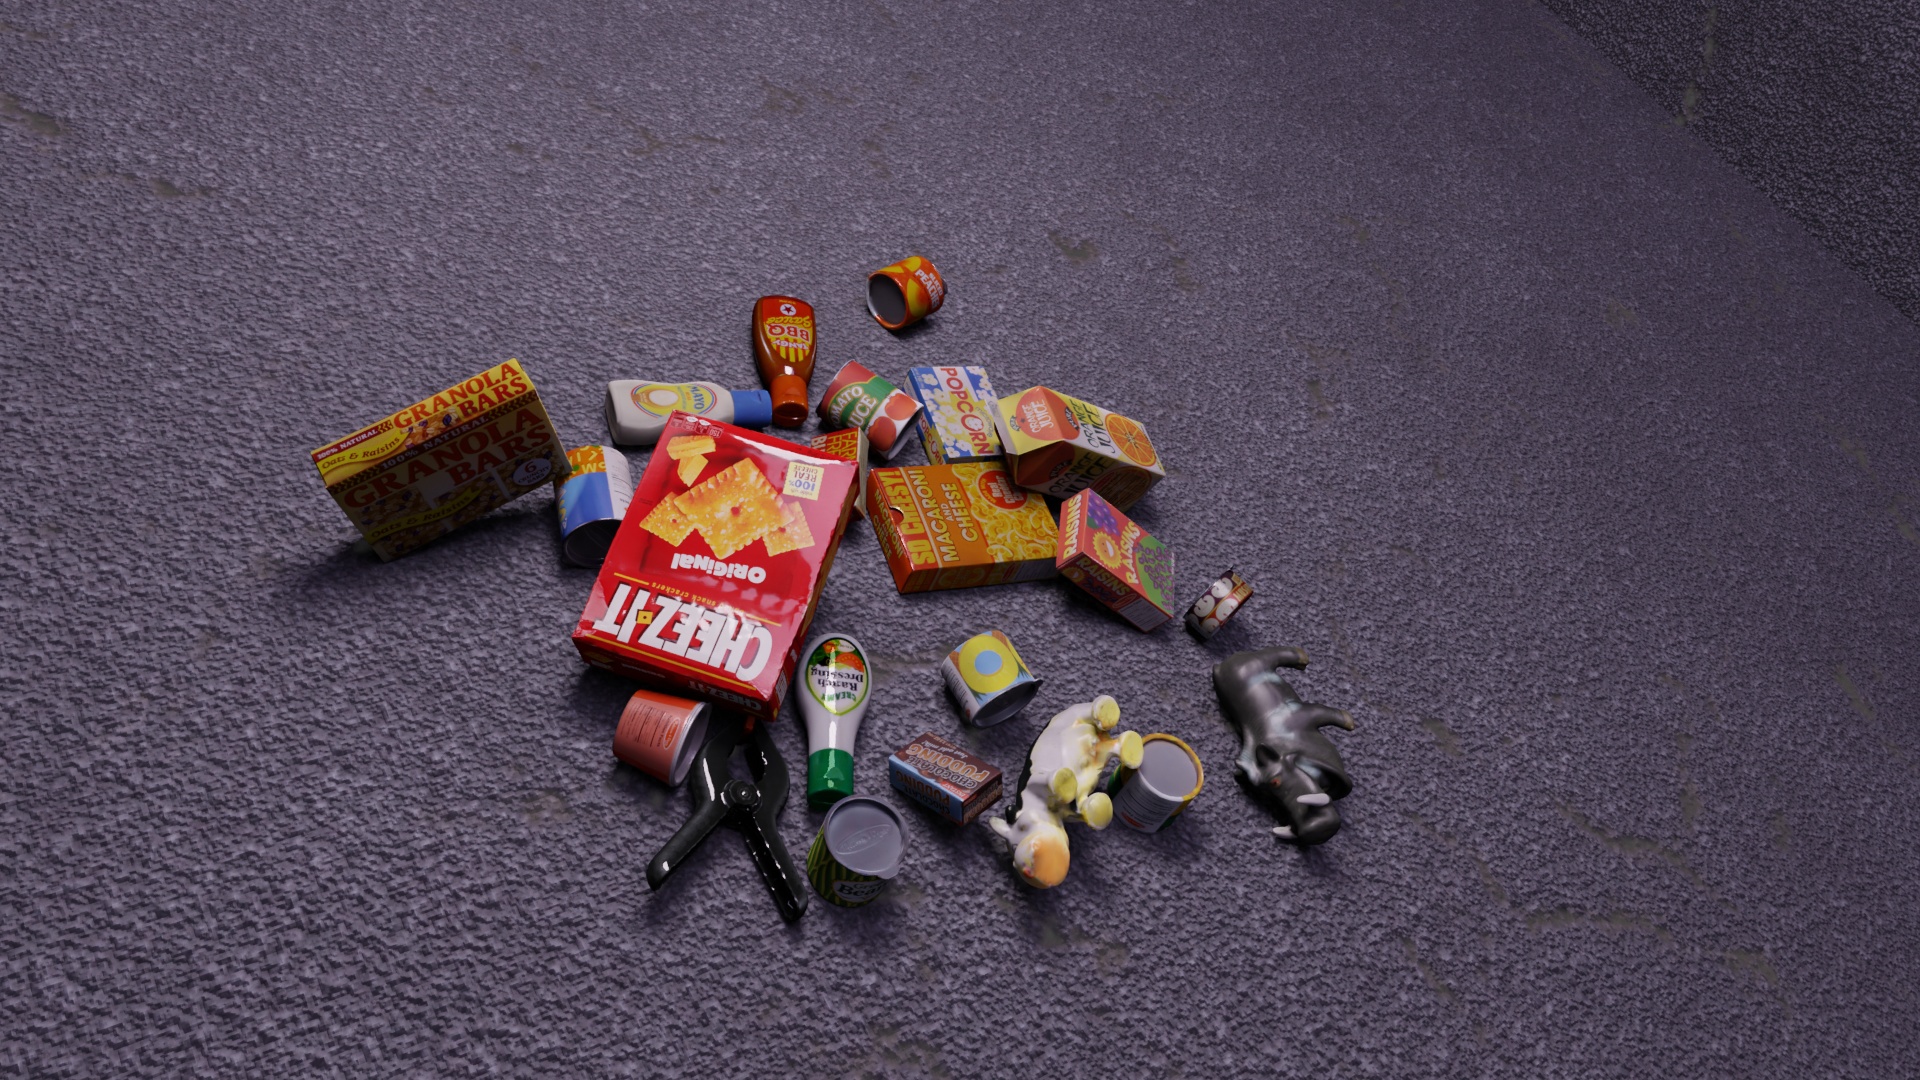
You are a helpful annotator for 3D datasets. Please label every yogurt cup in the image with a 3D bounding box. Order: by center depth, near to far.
[{"bbox_3d":[-0.229,0.148,1.060,0.054,0.072,0.073,19,46,4],"label":"yogurt cup"}]

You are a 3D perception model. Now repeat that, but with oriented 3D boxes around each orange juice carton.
[{"bbox_3d":[0.104,-0.090,1.358,0.193,0.072,0.072,15,44,-39],"label":"orange juice carton"}]

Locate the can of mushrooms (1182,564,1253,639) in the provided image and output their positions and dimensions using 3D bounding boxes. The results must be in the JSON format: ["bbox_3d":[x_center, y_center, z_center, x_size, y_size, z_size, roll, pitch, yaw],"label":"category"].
[{"bbox_3d":[0.250,0.060,1.335,0.033,0.070,0.071,44,49,14],"label":"can of mushrooms"}]

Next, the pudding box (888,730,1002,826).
[{"bbox_3d":[-0.013,0.191,1.115,0.084,0.030,0.050,24,39,37],"label":"pudding box"}]

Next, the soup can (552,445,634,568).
[{"bbox_3d":[-0.311,-0.028,1.175,0.071,0.071,0.084,-2,52,-25],"label":"soup can"}]

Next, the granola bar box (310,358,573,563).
[{"bbox_3d":[-0.401,-0.062,1.089,0.166,0.123,0.039,-29,66,-15],"label":"granola bar box"}]

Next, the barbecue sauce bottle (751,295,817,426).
[{"bbox_3d":[-0.173,-0.178,1.377,0.065,0.043,0.149,7,50,-19],"label":"barbecue sauce bottle"}]

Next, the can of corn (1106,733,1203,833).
[{"bbox_3d":[0.166,0.204,1.182,0.071,0.058,0.071,12,48,-14],"label":"can of corn"}]

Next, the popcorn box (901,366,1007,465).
[{"bbox_3d":[0.001,-0.120,1.405,0.085,0.038,0.127,-4,53,-27],"label":"popcorn box"}]

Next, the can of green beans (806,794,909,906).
[{"bbox_3d":[-0.078,0.235,1.051,0.071,0.057,0.071,12,48,-14],"label":"can of green beans"}]

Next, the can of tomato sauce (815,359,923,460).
[{"bbox_3d":[-0.088,-0.126,1.352,0.083,0.070,0.071,33,46,5],"label":"can of tomato sauce"}]

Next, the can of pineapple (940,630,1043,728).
[{"bbox_3d":[0.026,0.118,1.190,0.071,0.070,0.058,-16,59,-33],"label":"can of pineapple"}]

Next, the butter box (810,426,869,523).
[{"bbox_3d":[-0.115,-0.058,1.295,0.053,0.024,0.104,-13,48,14],"label":"butter box"}]

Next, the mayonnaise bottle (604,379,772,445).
[{"bbox_3d":[-0.252,-0.121,1.296,0.148,0.041,0.065,-5,52,-26],"label":"mayonnaise bottle"}]

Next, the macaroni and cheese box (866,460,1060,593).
[{"bbox_3d":[0.005,-0.016,1.316,0.167,0.040,0.124,-5,53,-27],"label":"macaroni and cheese box"}]

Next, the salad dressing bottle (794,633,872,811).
[{"bbox_3d":[-0.104,0.146,1.127,0.064,0.043,0.148,9,49,-14],"label":"salad dressing bottle"}]

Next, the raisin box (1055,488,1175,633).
[{"bbox_3d":[0.148,0.019,1.318,0.123,0.040,0.086,35,42,-26],"label":"raisin box"}]

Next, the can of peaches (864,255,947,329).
[{"bbox_3d":[-0.058,-0.265,1.483,0.071,0.071,0.058,45,50,17],"label":"can of peaches"}]
